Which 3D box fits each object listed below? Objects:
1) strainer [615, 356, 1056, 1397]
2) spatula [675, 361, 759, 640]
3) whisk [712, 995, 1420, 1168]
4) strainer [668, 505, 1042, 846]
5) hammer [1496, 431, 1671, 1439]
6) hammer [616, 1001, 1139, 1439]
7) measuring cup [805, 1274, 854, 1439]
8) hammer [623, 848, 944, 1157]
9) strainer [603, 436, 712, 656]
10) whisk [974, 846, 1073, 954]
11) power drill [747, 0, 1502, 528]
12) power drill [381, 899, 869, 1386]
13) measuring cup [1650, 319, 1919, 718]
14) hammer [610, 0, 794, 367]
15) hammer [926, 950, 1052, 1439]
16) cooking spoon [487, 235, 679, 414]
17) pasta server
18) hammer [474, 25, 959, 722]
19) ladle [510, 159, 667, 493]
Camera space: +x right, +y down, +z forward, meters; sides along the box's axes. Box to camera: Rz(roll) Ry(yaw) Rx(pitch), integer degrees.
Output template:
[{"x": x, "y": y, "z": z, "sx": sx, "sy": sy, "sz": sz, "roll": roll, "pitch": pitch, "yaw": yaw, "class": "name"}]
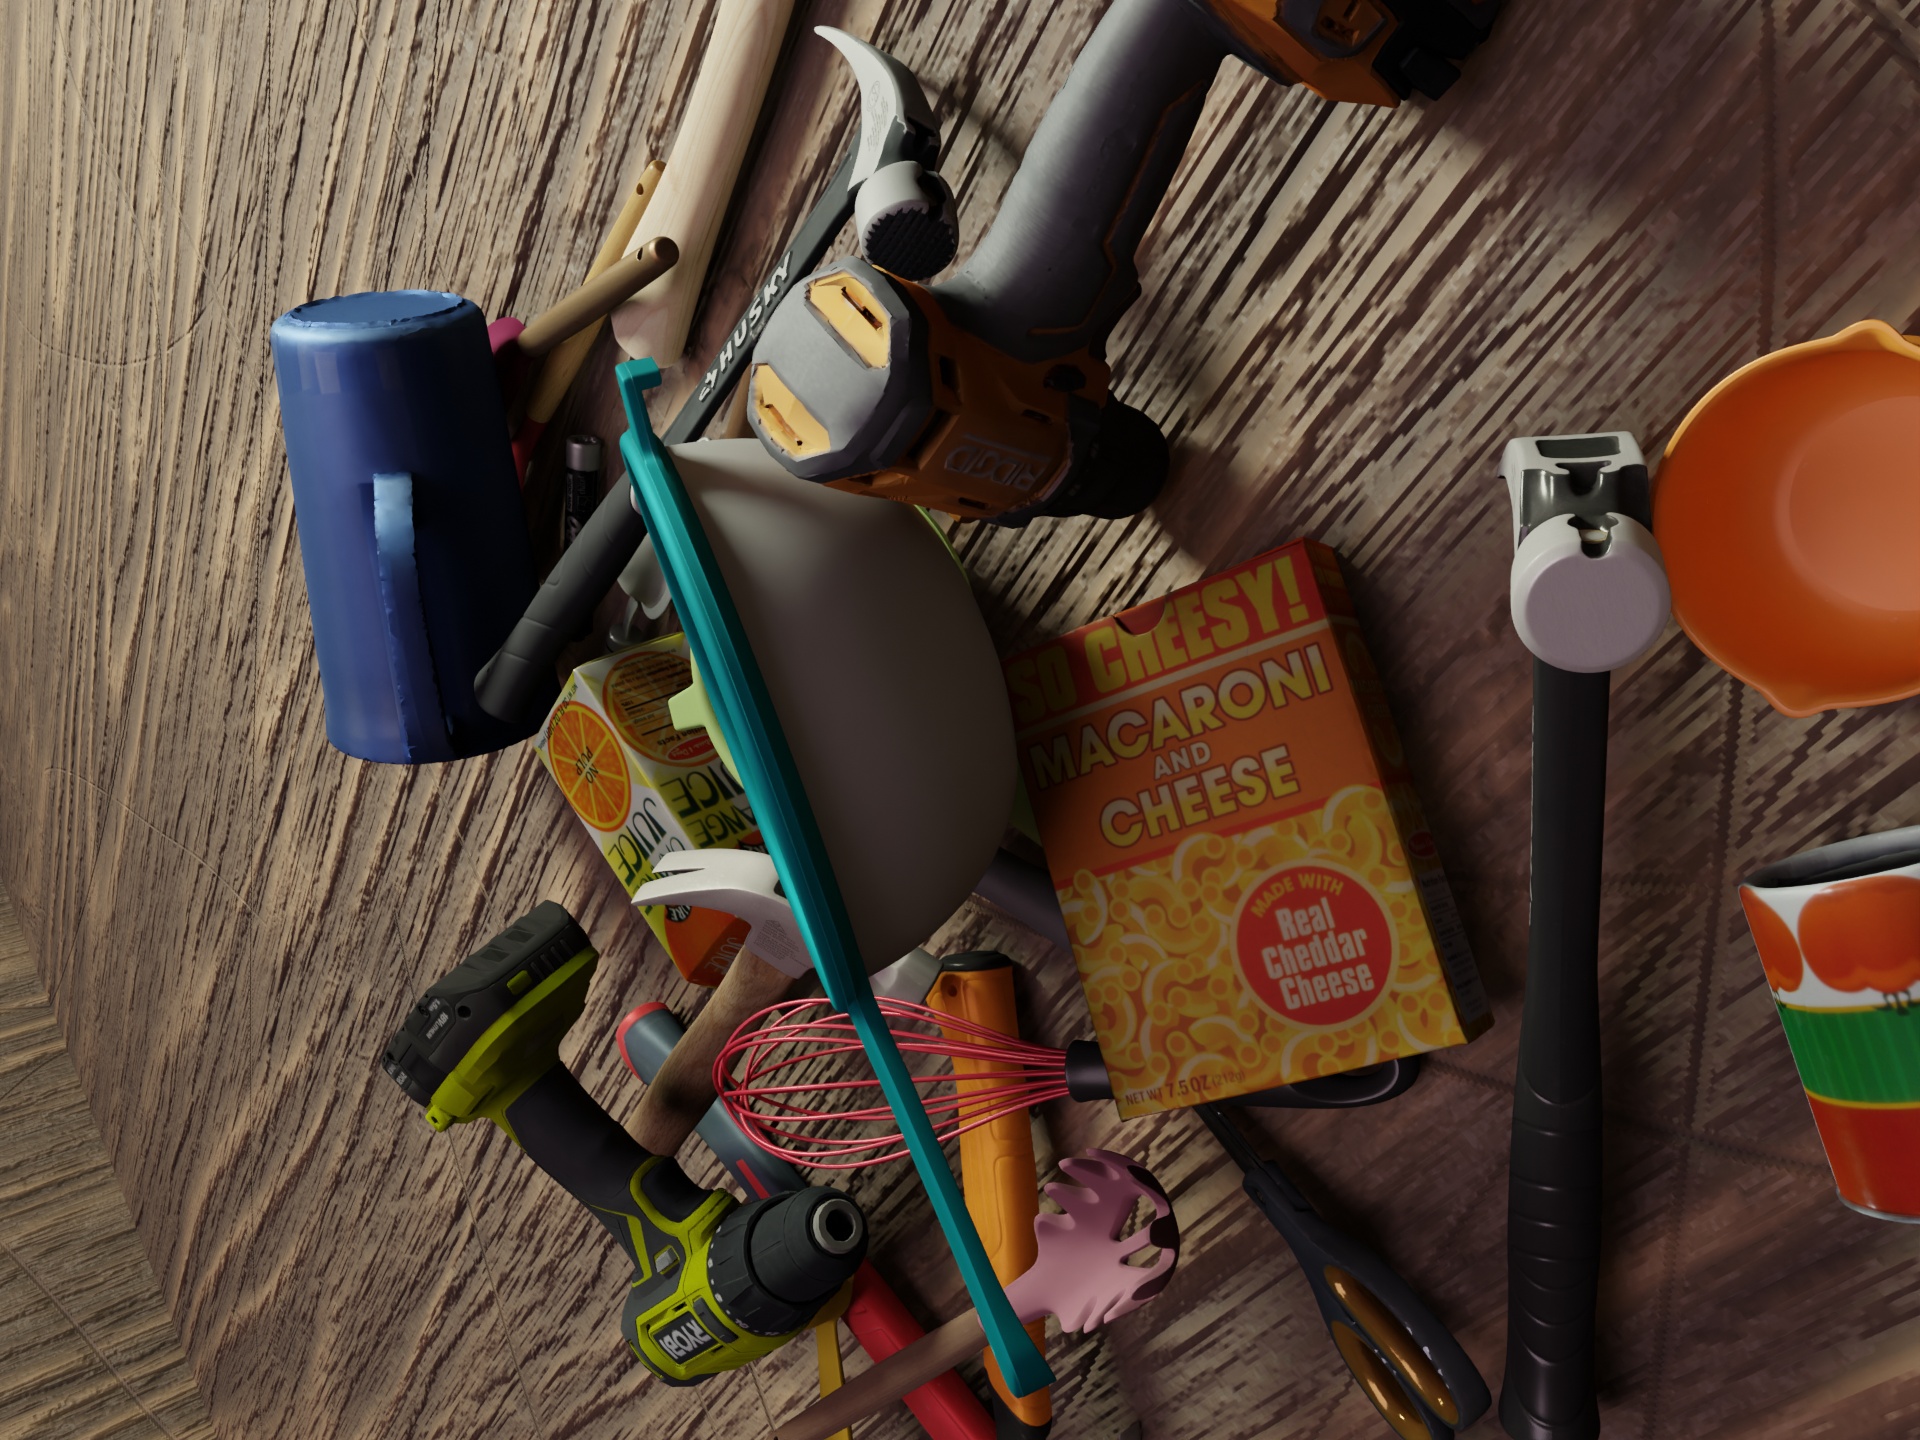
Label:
[{"x": -0.013, "y": 0.044, "z": 0.537, "sx": 0.211, "sy": 0.095, "sz": 0.340, "roll": 103, "pitch": 144, "yaw": -74, "class": "strainer"}, {"x": -0.132, "y": -0.065, "z": 0.816, "sx": 0.060, "sy": 0.018, "sz": 0.315, "roll": 48, "pitch": 134, "yaw": 30, "class": "spatula"}, {"x": 0.028, "y": 0.137, "z": 0.614, "sx": 0.296, "sy": 0.073, "sz": 0.073, "roll": -9, "pitch": 95, "yaw": 27, "class": "whisk"}, {"x": -0.001, "y": -0.002, "z": 0.655, "sx": 0.256, "sy": 0.069, "sz": 0.151, "roll": 36, "pitch": 113, "yaw": 25, "class": "strainer"}, {"x": 0.173, "y": 0.079, "z": 0.459, "sx": 0.035, "sy": 0.146, "sz": 0.334, "roll": 0, "pitch": 116, "yaw": 18, "class": "hammer"}, {"x": -0.063, "y": 0.271, "z": 0.826, "sx": 0.387, "sy": 0.038, "sz": 0.143, "roll": 42, "pitch": 128, "yaw": 33, "class": "hammer"}, {"x": -0.076, "y": 0.326, "z": 0.801, "sx": 0.062, "sy": 0.029, "sz": 0.156, "roll": -5, "pitch": 93, "yaw": 47, "class": "measuring cup"}, {"x": -0.128, "y": 0.165, "z": 0.788, "sx": 0.130, "sy": 0.031, "sz": 0.331, "roll": 34, "pitch": 137, "yaw": -2, "class": "hammer"}, {"x": -0.182, "y": -0.049, "z": 0.861, "sx": 0.258, "sy": 0.050, "sz": 0.087, "roll": 113, "pitch": 149, "yaw": -41, "class": "strainer"}, {"x": 0.007, "y": 0.064, "z": 0.680, "sx": 0.239, "sy": 0.055, "sz": 0.055, "roll": 25, "pitch": 119, "yaw": 37, "class": "whisk"}, {"x": 0.059, "y": -0.153, "z": 0.486, "sx": 0.084, "sy": 0.185, "sz": 0.226, "roll": 50, "pitch": 114, "yaw": 27, "class": "power drill"}, {"x": -0.151, "y": 0.199, "z": 0.739, "sx": 0.228, "sy": 0.080, "sz": 0.190, "roll": 47, "pitch": 136, "yaw": 2, "class": "power drill"}, {"x": 0.253, "y": -0.040, "z": 0.363, "sx": 0.174, "sy": 0.052, "sz": 0.095, "roll": 19, "pitch": 115, "yaw": 42, "class": "measuring cup"}, {"x": -0.073, "y": -0.317, "z": 0.661, "sx": 0.146, "sy": 0.038, "sz": 0.410, "roll": 50, "pitch": 134, "yaw": 24, "class": "hammer"}, {"x": 0.028, "y": 0.268, "z": 0.684, "sx": 0.127, "sy": 0.034, "sz": 0.337, "roll": -10, "pitch": 84, "yaw": 44, "class": "hammer"}, {"x": -0.216, "y": -0.203, "z": 0.831, "sx": 0.319, "sy": 0.017, "sz": 0.069, "roll": -2, "pitch": 81, "yaw": 56, "class": "cooking spoon"}, {"x": -0.008, "y": 0.262, "z": 0.670, "sx": 0.316, "sy": 0.040, "sz": 0.060, "roll": -46, "pitch": 48, "yaw": 38, "class": "pasta server"}, {"x": -0.131, "y": -0.124, "z": 0.712, "sx": 0.409, "sy": 0.036, "sz": 0.149, "roll": -44, "pitch": 43, "yaw": 39, "class": "hammer"}, {"x": -0.224, "y": -0.186, "z": 0.880, "sx": 0.315, "sy": 0.031, "sz": 0.069, "roll": -46, "pitch": 68, "yaw": 43, "class": "ladle"}]
